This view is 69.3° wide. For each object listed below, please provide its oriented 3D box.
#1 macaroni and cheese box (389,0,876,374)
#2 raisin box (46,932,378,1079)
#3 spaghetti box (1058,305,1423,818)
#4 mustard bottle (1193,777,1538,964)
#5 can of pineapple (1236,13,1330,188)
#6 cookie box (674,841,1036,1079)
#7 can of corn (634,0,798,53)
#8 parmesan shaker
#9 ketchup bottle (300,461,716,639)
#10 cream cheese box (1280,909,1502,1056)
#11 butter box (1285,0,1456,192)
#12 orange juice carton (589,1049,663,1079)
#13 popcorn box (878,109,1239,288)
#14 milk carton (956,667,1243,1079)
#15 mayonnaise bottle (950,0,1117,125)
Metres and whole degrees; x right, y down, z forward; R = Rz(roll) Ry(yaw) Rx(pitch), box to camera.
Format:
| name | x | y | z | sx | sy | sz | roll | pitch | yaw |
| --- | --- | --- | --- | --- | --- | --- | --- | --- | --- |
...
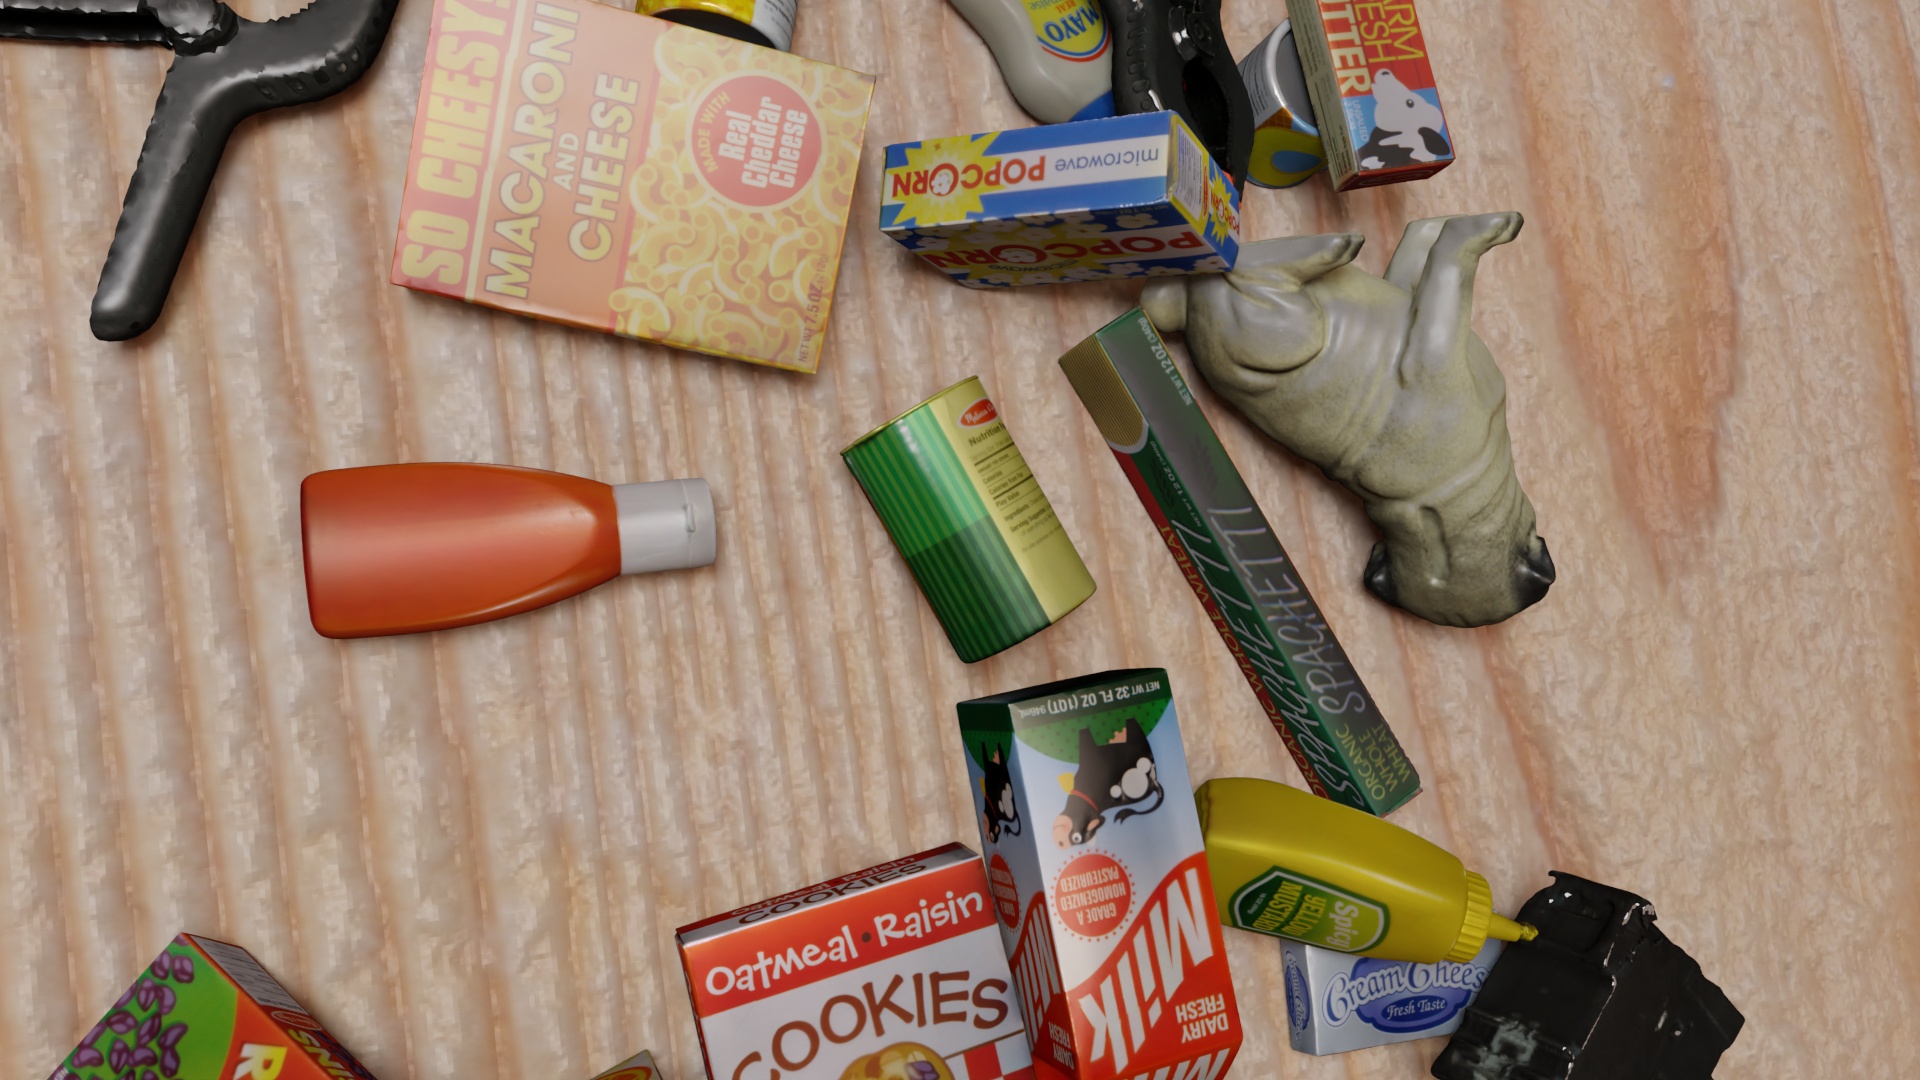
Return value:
| name | x | y | z | sx | sy | sz | roll | pitch | yaw |
| --- | --- | --- | --- | --- | --- | --- | --- | --- | --- |
| macaroni and cheese box | -0.129 | -0.144 | 0.557 | 0.166 | 0.040 | 0.123 | 10 | 97 | -15 |
| raisin box | -0.241 | 0.203 | 0.459 | 0.123 | 0.040 | 0.086 | 31 | 71 | 21 |
| spaghetti box | 0.125 | 0.013 | 0.623 | 0.029 | 0.050 | 0.250 | -31 | 92 | -17 |
| mustard bottle | 0.173 | 0.149 | 0.596 | 0.160 | 0.065 | 0.049 | 16 | 43 | 0 |
| can of pineapple | 0.163 | -0.210 | 0.664 | 0.071 | 0.057 | 0.071 | 3 | 81 | -17 |
| cookie box | -0.034 | 0.219 | 0.550 | 0.123 | 0.040 | 0.167 | -13 | 87 | -19 |
| can of corn | -0.103 | -0.232 | 0.582 | 0.071 | 0.071 | 0.058 | 10 | 80 | -16 |
| parmesan shaker | 0.002 | -0.007 | 0.578 | 0.071 | 0.071 | 0.103 | -30 | 92 | -19 |
| ketchup bottle | -0.171 | -0.001 | 0.537 | 0.149 | 0.043 | 0.065 | -5 | 85 | -18 |
| cream cheese box | 0.198 | 0.199 | 0.632 | 0.104 | 0.024 | 0.053 | -3 | 82 | -18 |
| butter box | 0.183 | -0.212 | 0.625 | 0.053 | 0.024 | 0.103 | -11 | 85 | -18 |
| orange juice carton | -0.111 | 0.230 | 0.443 | 0.073 | 0.192 | 0.072 | -24 | 89 | -19 |
| popcorn box | 0.042 | -0.136 | 0.569 | 0.126 | 0.085 | 0.038 | 2 | 84 | 27 |
| milk carton | 0.058 | 0.153 | 0.570 | 0.072 | 0.073 | 0.190 | -10 | 86 | -18 |
| mayonnaise bottle | 0.043 | -0.231 | 0.638 | 0.065 | 0.041 | 0.148 | -35 | 94 | -24 |
